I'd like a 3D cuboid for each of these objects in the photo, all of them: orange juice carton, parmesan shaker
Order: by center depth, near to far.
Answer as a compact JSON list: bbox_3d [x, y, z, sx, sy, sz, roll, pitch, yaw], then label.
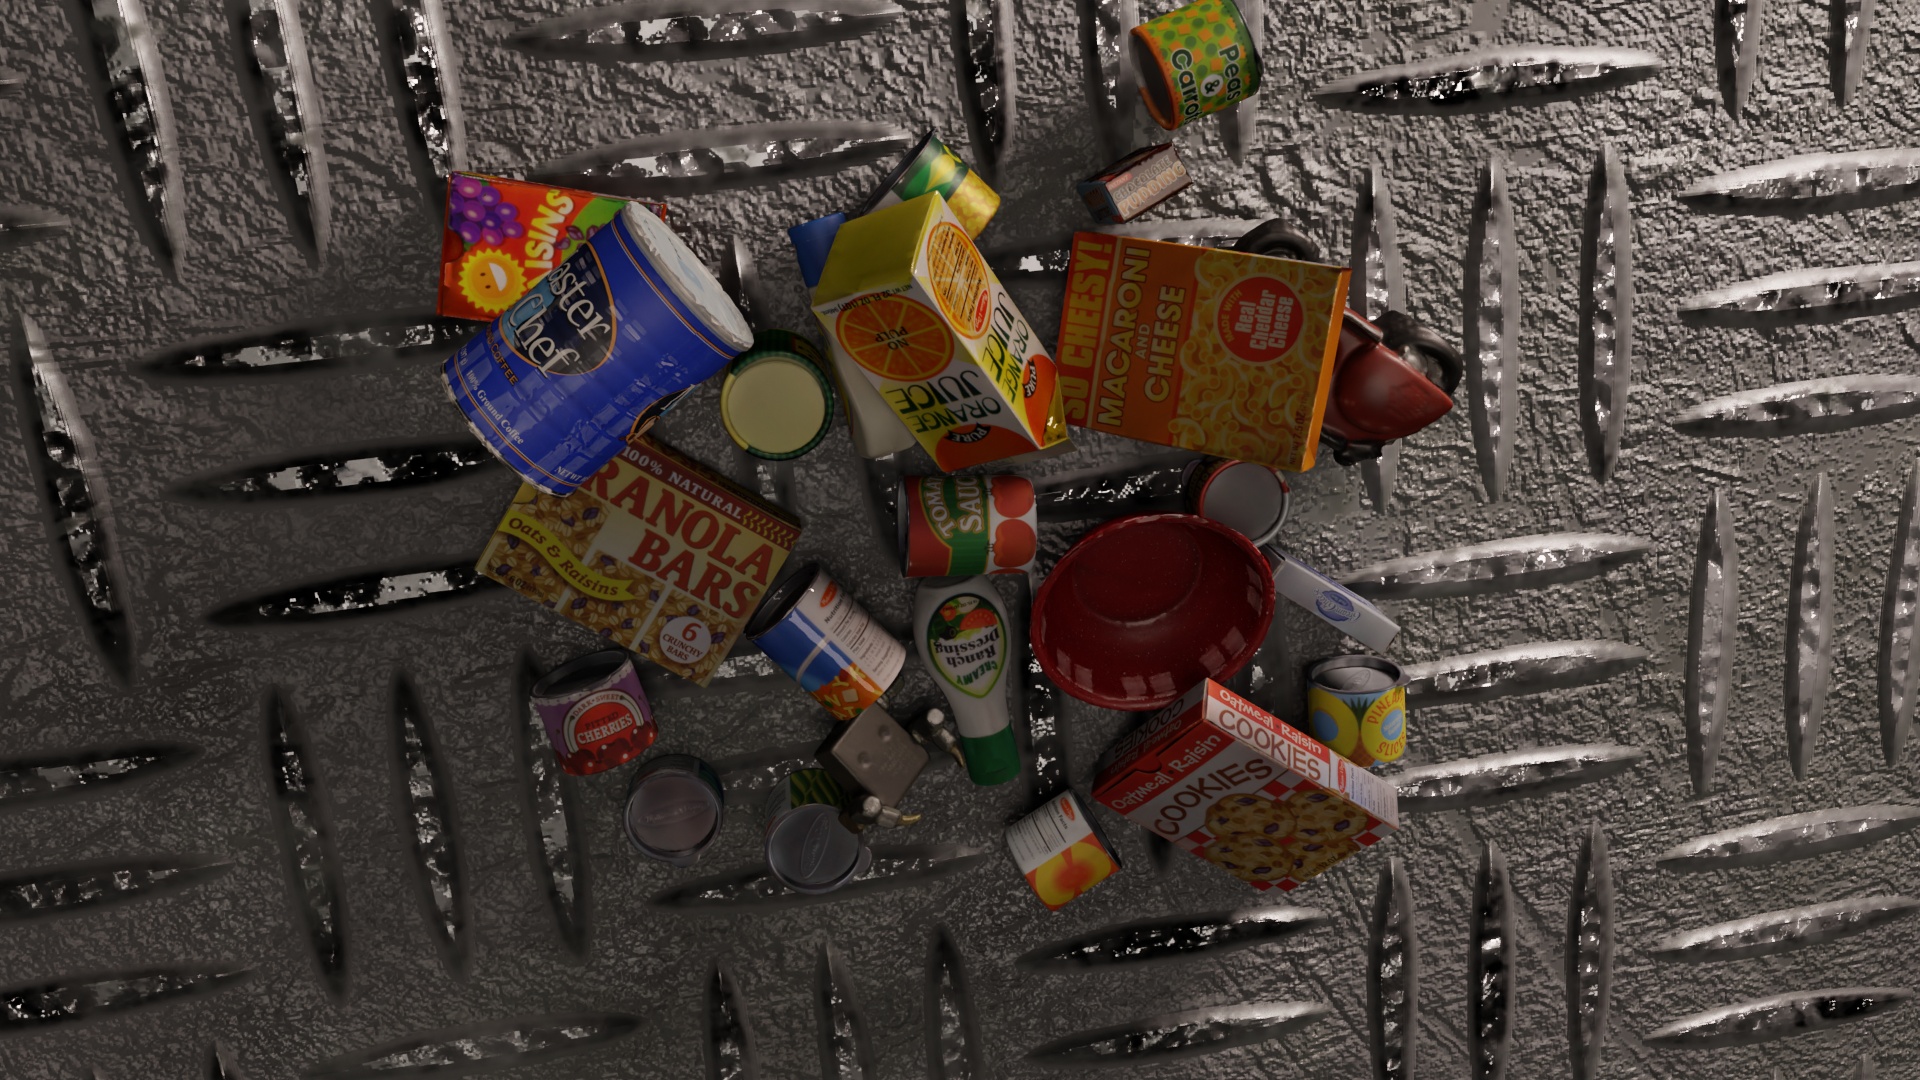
[{"bbox_3d":[-0.001,-0.108,0.837,0.071,0.073,0.192,-12,137,30],"label":"orange juice carton"},{"bbox_3d":[-0.110,-0.087,0.842,0.071,0.103,0.071,-2,106,-8],"label":"parmesan shaker"}]

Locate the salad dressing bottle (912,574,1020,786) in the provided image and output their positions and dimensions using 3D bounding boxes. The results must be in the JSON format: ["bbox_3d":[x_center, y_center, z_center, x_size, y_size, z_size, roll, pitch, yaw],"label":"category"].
[{"bbox_3d":[0.009,0.093,0.937,0.064,0.044,0.147,-16,107,-8],"label":"salad dressing bottle"}]

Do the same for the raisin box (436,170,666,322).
[{"bbox_3d":[-0.244,-0.169,0.834,0.123,0.040,0.086,7,105,-9],"label":"raisin box"}]

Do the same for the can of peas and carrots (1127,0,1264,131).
[{"bbox_3d":[0.142,-0.289,0.841,0.059,0.071,0.070,-24,107,0],"label":"can of peas and carrots"}]

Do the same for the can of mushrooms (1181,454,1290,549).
[{"bbox_3d":[0.184,-0.029,0.936,0.071,0.033,0.070,-2,106,-7],"label":"can of mushrooms"}]

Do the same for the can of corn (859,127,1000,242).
[{"bbox_3d":[-0.017,-0.205,0.844,0.058,0.071,0.071,40,96,-16],"label":"can of corn"}]

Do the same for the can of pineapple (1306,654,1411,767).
[{"bbox_3d":[0.278,0.119,0.969,0.071,0.071,0.057,-9,107,-6],"label":"can of pineapple"}]

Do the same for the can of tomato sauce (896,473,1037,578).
[{"bbox_3d":[0.003,-0.011,0.896,0.083,0.071,0.071,-2,105,-8],"label":"can of tomato sauce"}]

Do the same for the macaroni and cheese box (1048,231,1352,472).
[{"bbox_3d":[0.145,-0.119,0.860,0.166,0.040,0.123,14,104,23],"label":"macaroni and cheese box"}]

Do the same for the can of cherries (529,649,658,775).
[{"bbox_3d":[-0.235,0.111,0.893,0.071,0.071,0.058,-18,107,-3],"label":"can of cherries"}]

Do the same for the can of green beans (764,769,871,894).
[{"bbox_3d":[-0.099,0.197,0.942,0.071,0.058,0.071,-2,105,-7],"label":"can of green beans"}]

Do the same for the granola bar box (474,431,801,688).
[{"bbox_3d":[-0.203,0.002,0.886,0.165,0.039,0.124,30,99,-15],"label":"granola bar box"}]

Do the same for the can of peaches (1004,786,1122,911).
[{"bbox_3d":[0.072,0.217,0.968,0.058,0.071,0.071,-33,107,2],"label":"can of peaches"}]

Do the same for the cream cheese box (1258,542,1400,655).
[{"bbox_3d":[0.247,0.037,0.952,0.104,0.053,0.024,30,101,-14],"label":"cream cheese box"}]

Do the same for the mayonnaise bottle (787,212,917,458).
[{"bbox_3d":[-0.067,-0.126,0.861,0.041,0.065,0.147,-19,103,-5],"label":"mayonnaise bottle"}]

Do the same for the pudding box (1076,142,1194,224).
[{"bbox_3d":[0.105,-0.217,0.848,0.049,0.084,0.030,-31,104,2],"label":"pudding box"}]

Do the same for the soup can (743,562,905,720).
[{"bbox_3d":[-0.089,0.068,0.907,0.071,0.071,0.083,-43,107,5],"label":"soup can"}]

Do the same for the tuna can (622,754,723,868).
[{"bbox_3d":[-0.192,0.182,0.938,0.071,0.033,0.071,-2,105,-7],"label":"tuna can"}]

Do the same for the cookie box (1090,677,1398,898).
[{"bbox_3d":[0.194,0.174,0.957,0.167,0.040,0.122,31,132,-15],"label":"cookie box"}]
